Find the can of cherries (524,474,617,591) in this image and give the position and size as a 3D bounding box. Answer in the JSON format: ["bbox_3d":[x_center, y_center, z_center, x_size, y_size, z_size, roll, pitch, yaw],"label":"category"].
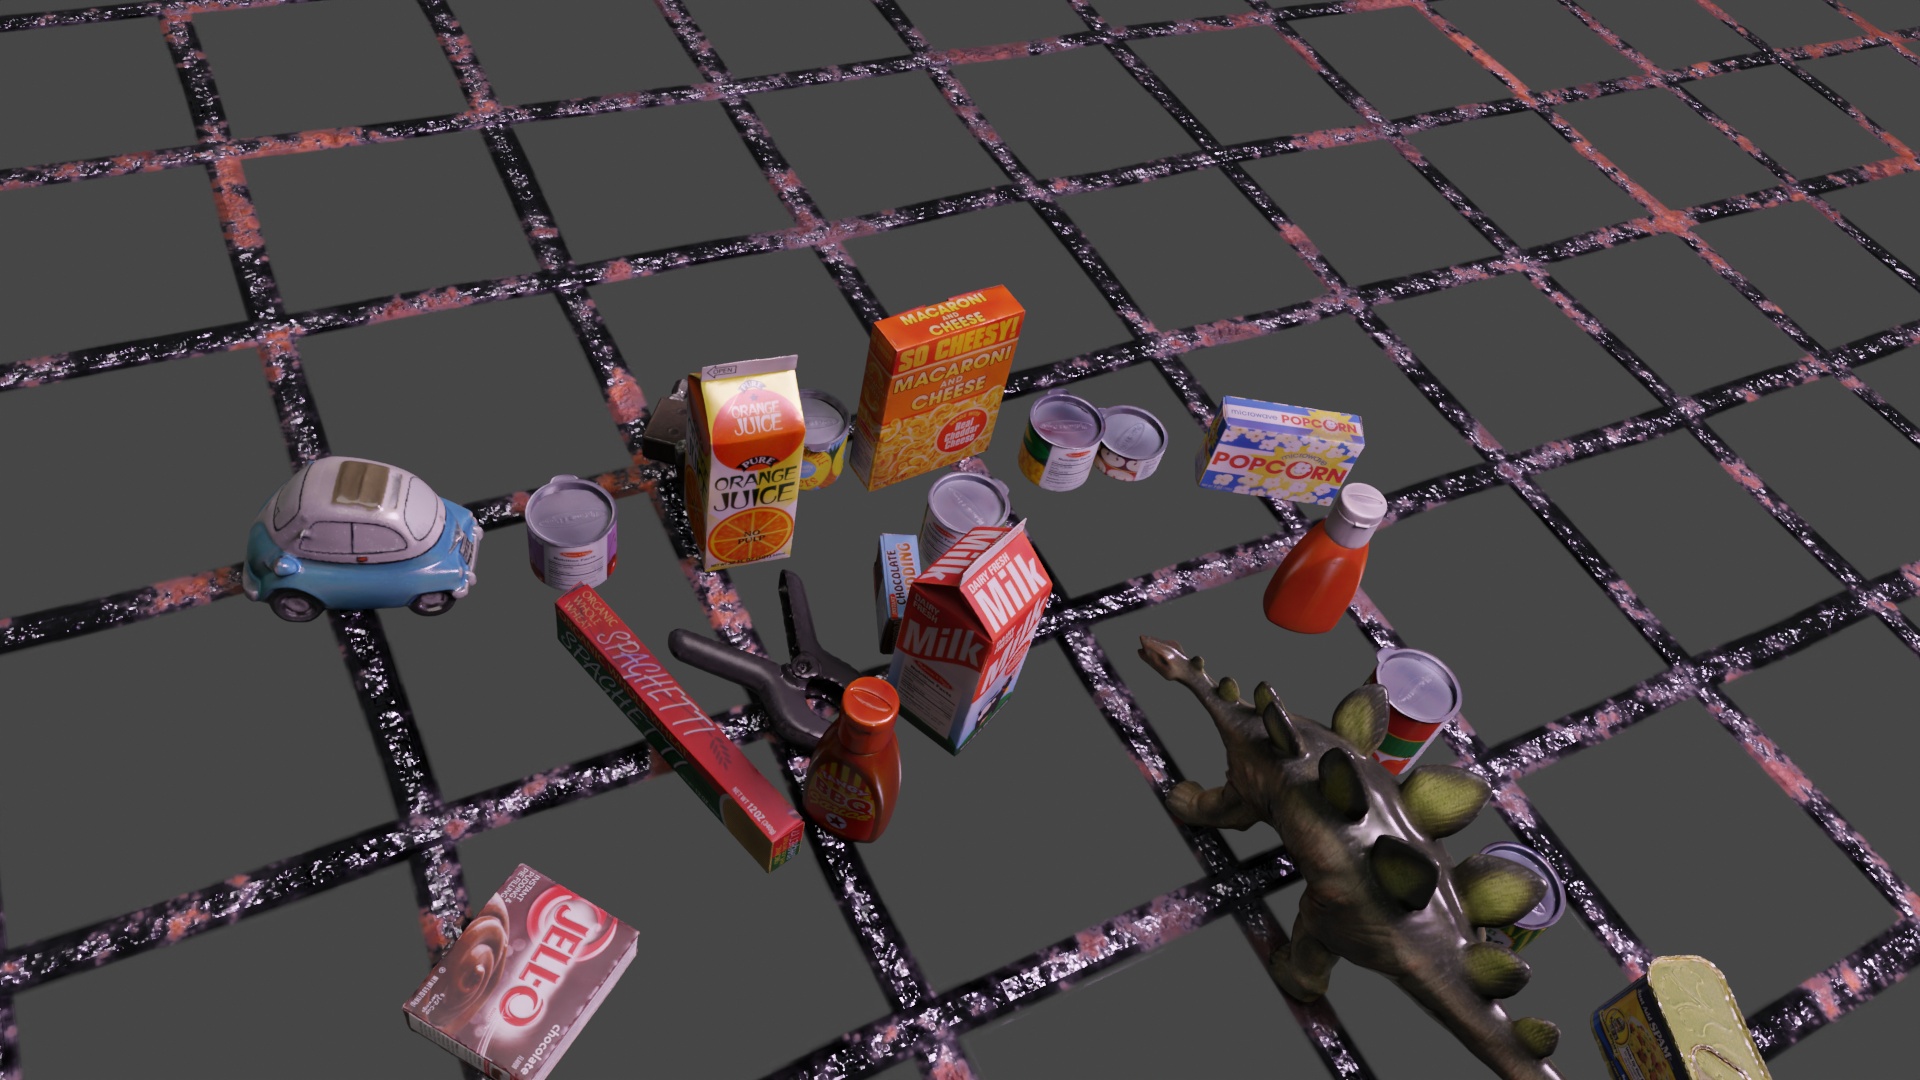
[{"bbox_3d":[-0.294,-0.006,1.053,0.071,0.058,0.072,6,50,-8],"label":"can of cherries"}]

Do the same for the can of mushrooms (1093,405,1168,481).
[{"bbox_3d":[0.147,-0.088,1.237,0.071,0.033,0.071,6,50,-8],"label":"can of mushrooms"}]

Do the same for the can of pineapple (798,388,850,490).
[{"bbox_3d":[-0.127,-0.082,1.154,0.071,0.057,0.071,6,50,-8],"label":"can of pineapple"}]

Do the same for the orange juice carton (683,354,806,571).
[{"bbox_3d":[-0.163,-0.067,1.045,0.072,0.191,0.073,-10,54,-20],"label":"orange juice carton"}]

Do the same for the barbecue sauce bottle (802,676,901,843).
[{"bbox_3d":[-0.068,0.145,0.920,0.065,0.147,0.044,25,50,8],"label":"barbecue sauce bottle"}]

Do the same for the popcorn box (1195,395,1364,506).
[{"bbox_3d":[0.280,-0.078,1.225,0.127,0.084,0.038,8,50,-6],"label":"popcorn box"}]

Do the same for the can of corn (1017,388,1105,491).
[{"bbox_3d":[0.086,-0.087,1.206,0.071,0.058,0.071,6,50,-8],"label":"can of corn"}]

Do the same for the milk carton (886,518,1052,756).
[{"bbox_3d":[0.006,0.062,0.978,0.073,0.189,0.073,36,52,16],"label":"milk carton"}]

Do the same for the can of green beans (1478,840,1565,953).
[{"bbox_3d":[0.385,0.257,0.989,0.071,0.057,0.071,6,50,-8],"label":"can of green beans"}]

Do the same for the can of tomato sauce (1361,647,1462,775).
[{"bbox_3d":[0.333,0.131,1.065,0.071,0.082,0.071,6,50,-8],"label":"can of tomato sauce"}]

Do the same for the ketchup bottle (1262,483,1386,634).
[{"bbox_3d":[0.294,0.016,1.109,0.065,0.148,0.044,10,50,-4],"label":"ketchup bottle"}]

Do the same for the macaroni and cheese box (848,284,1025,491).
[{"bbox_3d":[-0.022,-0.124,1.142,0.124,0.165,0.040,-21,59,-27],"label":"macaroni and cheese box"}]

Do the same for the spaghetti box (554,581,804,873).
[{"bbox_3d":[-0.201,0.127,0.969,0.029,0.049,0.250,-33,64,-33],"label":"spaghetti box"}]

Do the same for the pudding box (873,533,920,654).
[{"bbox_3d":[-0.048,0.041,1.076,0.030,0.049,0.084,1,51,-12],"label":"pudding box"}]

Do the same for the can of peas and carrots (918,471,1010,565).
[{"bbox_3d":[0.004,-0.014,1.127,0.071,0.058,0.071,6,50,-8],"label":"can of peas and carrots"}]
